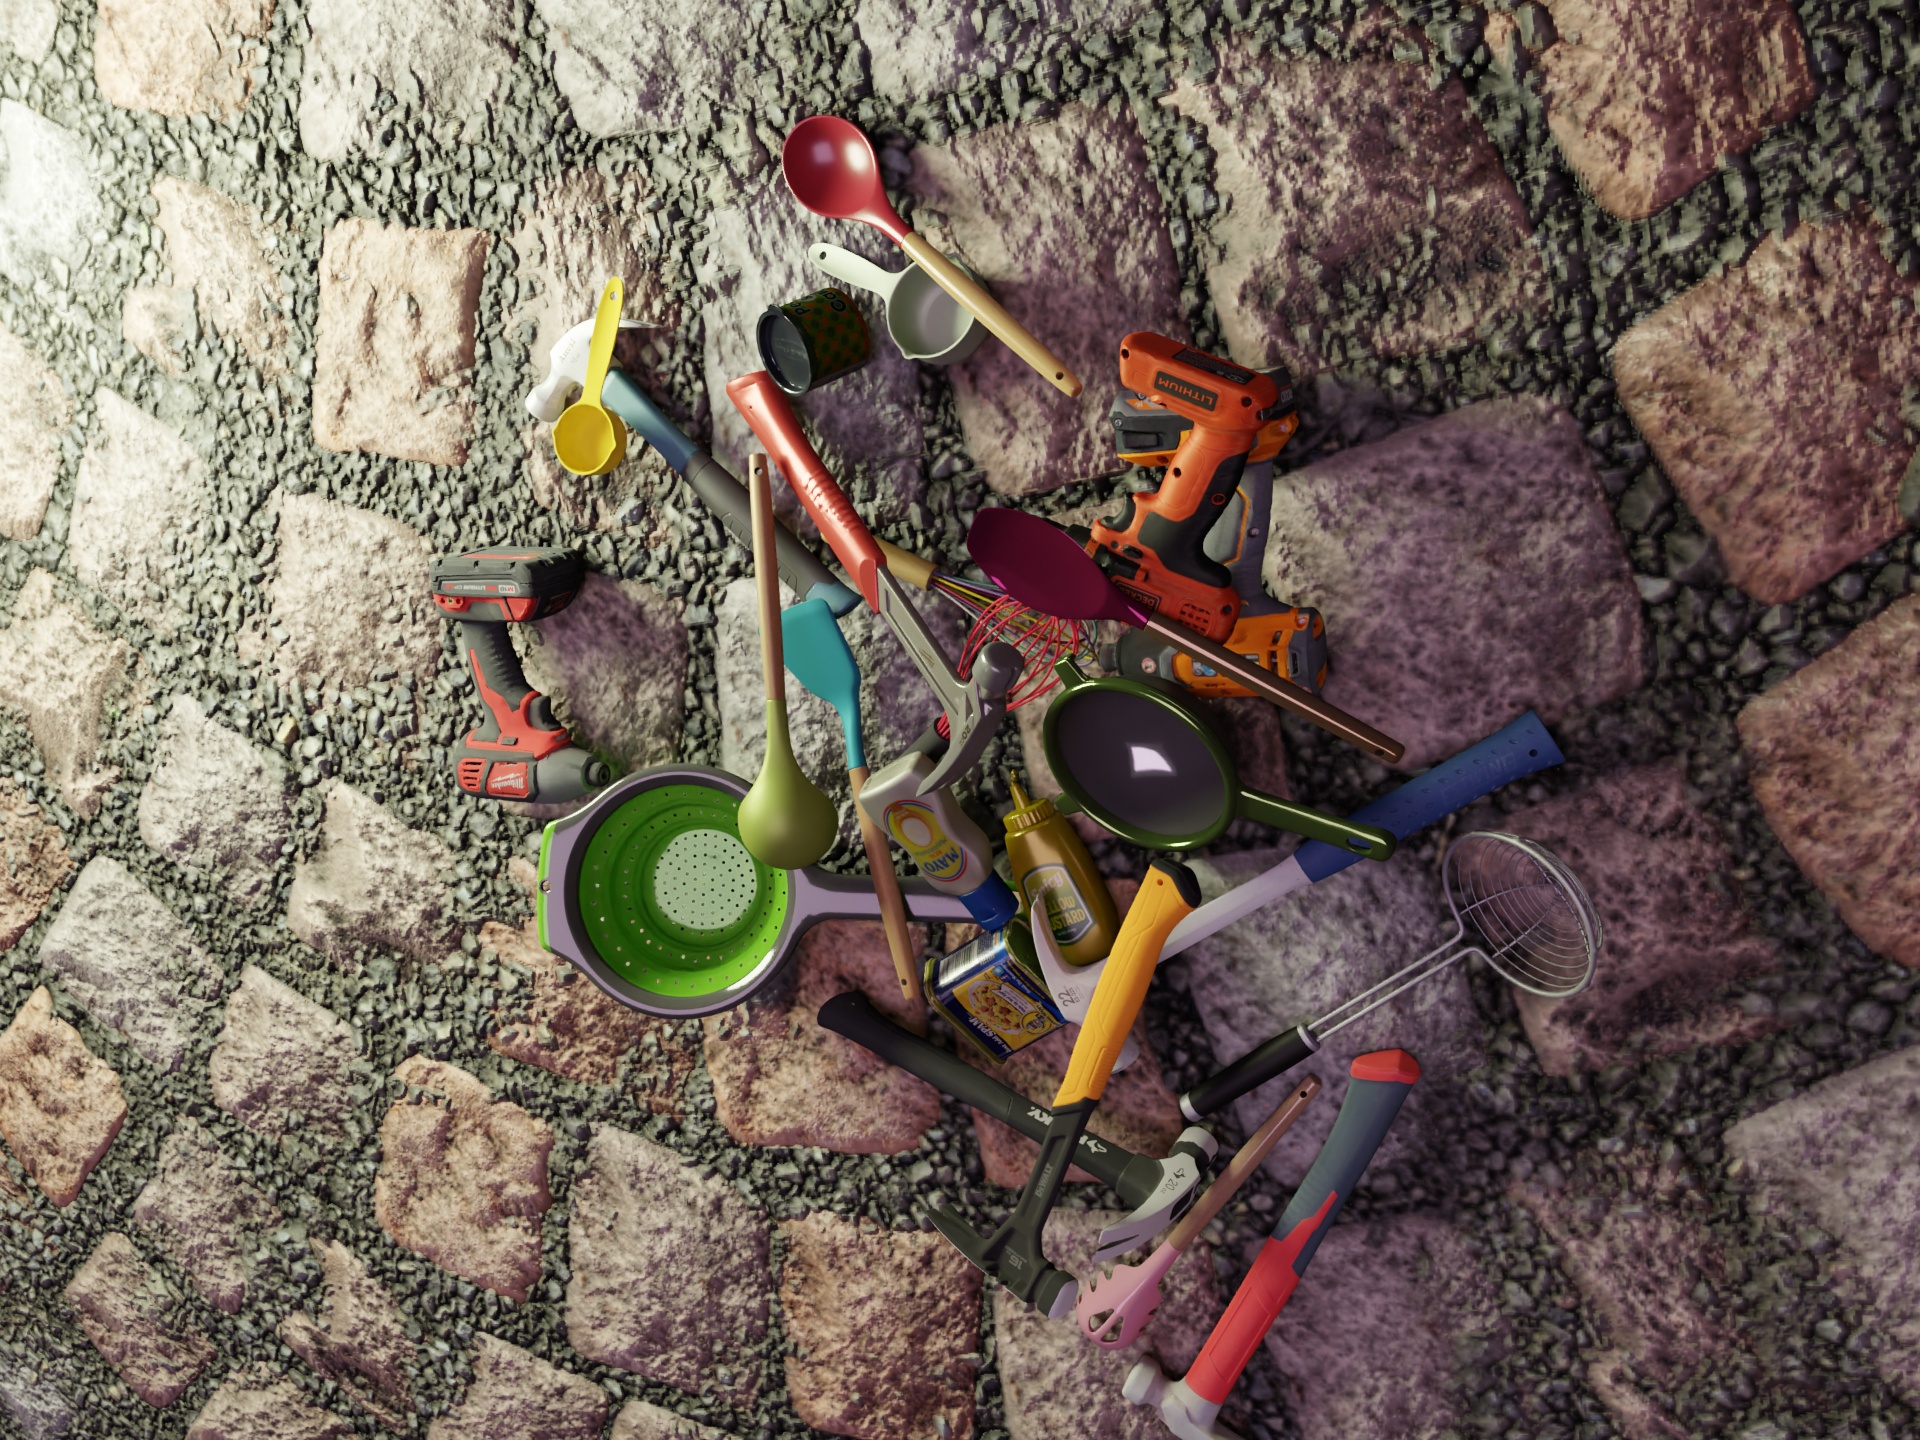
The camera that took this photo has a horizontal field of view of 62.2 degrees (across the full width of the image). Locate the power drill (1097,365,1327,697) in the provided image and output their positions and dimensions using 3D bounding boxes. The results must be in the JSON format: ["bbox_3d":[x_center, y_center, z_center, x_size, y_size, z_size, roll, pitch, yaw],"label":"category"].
[{"bbox_3d":[0.166,-0.125,1.119,0.164,0.084,0.226,-2,106,24],"label":"power drill"}]

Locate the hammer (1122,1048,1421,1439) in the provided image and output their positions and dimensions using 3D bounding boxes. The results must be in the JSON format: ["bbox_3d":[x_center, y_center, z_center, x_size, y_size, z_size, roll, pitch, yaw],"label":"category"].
[{"bbox_3d":[0.267,0.422,1.234,0.143,0.038,0.386,28,112,12],"label":"hammer"}]

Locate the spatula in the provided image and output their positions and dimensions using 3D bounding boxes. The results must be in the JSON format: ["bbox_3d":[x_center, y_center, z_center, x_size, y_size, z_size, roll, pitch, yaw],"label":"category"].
[{"bbox_3d":[-0.082,0.064,1.241,0.082,0.044,0.317,-20,82,39],"label":"spatula"}]

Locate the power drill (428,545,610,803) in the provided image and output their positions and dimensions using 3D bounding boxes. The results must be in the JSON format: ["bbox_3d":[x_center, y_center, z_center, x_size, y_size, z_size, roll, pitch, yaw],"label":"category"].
[{"bbox_3d":[-0.373,-0.034,1.360,0.143,0.078,0.219,4,107,21],"label":"power drill"}]

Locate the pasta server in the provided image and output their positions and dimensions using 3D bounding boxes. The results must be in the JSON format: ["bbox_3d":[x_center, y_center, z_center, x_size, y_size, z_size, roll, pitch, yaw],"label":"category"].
[{"bbox_3d":[0.188,0.395,1.267,0.060,0.040,0.316,38,109,10],"label":"pasta server"}]

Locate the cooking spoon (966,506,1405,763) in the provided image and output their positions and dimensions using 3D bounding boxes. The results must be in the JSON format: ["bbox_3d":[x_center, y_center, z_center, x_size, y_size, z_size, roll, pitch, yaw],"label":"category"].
[{"bbox_3d":[0.146,-0.053,1.045,0.319,0.017,0.068,29,133,6],"label":"cooking spoon"}]

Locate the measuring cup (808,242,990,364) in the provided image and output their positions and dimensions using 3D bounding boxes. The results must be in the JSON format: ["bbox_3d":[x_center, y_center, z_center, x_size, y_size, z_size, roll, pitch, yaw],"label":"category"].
[{"bbox_3d":[-0.046,-0.319,1.184,0.168,0.038,0.083,32,102,29],"label":"measuring cup"}]

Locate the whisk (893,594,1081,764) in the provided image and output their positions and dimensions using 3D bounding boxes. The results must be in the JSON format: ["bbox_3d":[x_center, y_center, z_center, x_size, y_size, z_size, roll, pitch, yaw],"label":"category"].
[{"bbox_3d":[-0.002,-0.004,1.196,0.073,0.073,0.295,47,133,5],"label":"whisk"}]

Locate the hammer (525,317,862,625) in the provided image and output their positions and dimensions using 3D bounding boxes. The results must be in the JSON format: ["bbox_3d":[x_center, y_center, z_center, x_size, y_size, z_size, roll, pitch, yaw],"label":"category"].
[{"bbox_3d":[-0.206,-0.195,1.269,0.331,0.033,0.128,45,115,9],"label":"hammer"}]

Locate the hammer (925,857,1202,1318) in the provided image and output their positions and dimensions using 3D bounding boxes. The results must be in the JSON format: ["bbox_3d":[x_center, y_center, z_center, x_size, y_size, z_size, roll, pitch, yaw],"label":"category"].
[{"bbox_3d":[0.086,0.253,1.150,0.127,0.034,0.337,27,100,34],"label":"hammer"}]

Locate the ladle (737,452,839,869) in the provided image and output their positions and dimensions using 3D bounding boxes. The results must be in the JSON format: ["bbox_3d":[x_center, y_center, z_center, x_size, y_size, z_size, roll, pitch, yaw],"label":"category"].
[{"bbox_3d":[-0.142,-0.043,1.222,0.078,0.062,0.320,-4,93,1],"label":"ladle"}]

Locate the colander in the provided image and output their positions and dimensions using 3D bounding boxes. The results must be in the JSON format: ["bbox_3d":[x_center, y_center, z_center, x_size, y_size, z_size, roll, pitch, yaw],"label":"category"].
[{"bbox_3d":[-0.140,0.141,1.308,0.397,0.094,0.204,2,88,3],"label":"colander"}]

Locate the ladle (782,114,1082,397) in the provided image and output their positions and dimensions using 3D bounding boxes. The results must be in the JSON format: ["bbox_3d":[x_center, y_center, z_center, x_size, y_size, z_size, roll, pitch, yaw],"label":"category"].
[{"bbox_3d":[-0.020,-0.329,1.132,0.316,0.031,0.069,47,106,22],"label":"ladle"}]

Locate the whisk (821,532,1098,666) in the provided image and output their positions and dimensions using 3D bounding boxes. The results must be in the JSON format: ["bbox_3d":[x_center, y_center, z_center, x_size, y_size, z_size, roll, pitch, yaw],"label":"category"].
[{"bbox_3d":[-0.002,-0.102,1.212,0.245,0.047,0.051,27,112,17],"label":"whisk"}]

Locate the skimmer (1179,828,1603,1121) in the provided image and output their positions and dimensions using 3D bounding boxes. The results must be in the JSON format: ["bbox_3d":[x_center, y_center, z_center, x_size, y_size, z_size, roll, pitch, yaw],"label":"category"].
[{"bbox_3d":[0.289,0.205,1.140,0.363,0.090,0.127,-39,77,27],"label":"skimmer"}]

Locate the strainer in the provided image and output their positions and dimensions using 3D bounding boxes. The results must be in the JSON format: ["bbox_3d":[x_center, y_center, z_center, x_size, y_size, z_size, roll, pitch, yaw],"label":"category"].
[{"bbox_3d":[0.184,0.032,1.104,0.256,0.069,0.151,19,137,23],"label":"strainer"}]

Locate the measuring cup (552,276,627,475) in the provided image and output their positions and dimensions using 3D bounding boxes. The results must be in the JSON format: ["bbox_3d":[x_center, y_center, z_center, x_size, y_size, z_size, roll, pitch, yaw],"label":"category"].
[{"bbox_3d":[-0.281,-0.270,1.258,0.062,0.029,0.156,15,96,21],"label":"measuring cup"}]

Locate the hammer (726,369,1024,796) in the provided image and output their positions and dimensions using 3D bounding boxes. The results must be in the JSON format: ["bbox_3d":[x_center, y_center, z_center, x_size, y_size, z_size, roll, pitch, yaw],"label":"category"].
[{"bbox_3d":[-0.080,-0.121,1.180,0.359,0.036,0.149,56,140,23],"label":"hammer"}]

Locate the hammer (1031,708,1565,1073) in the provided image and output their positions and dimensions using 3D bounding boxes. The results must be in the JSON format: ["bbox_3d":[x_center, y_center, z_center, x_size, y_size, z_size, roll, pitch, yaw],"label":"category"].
[{"bbox_3d":[0.234,0.106,1.142,0.405,0.035,0.144,-32,96,18],"label":"hammer"}]

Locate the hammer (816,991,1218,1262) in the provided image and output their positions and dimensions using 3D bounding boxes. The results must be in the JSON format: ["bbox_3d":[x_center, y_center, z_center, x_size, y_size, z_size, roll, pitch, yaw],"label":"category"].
[{"bbox_3d":[0.026,0.305,1.264,0.335,0.146,0.035,24,124,24],"label":"hammer"}]
